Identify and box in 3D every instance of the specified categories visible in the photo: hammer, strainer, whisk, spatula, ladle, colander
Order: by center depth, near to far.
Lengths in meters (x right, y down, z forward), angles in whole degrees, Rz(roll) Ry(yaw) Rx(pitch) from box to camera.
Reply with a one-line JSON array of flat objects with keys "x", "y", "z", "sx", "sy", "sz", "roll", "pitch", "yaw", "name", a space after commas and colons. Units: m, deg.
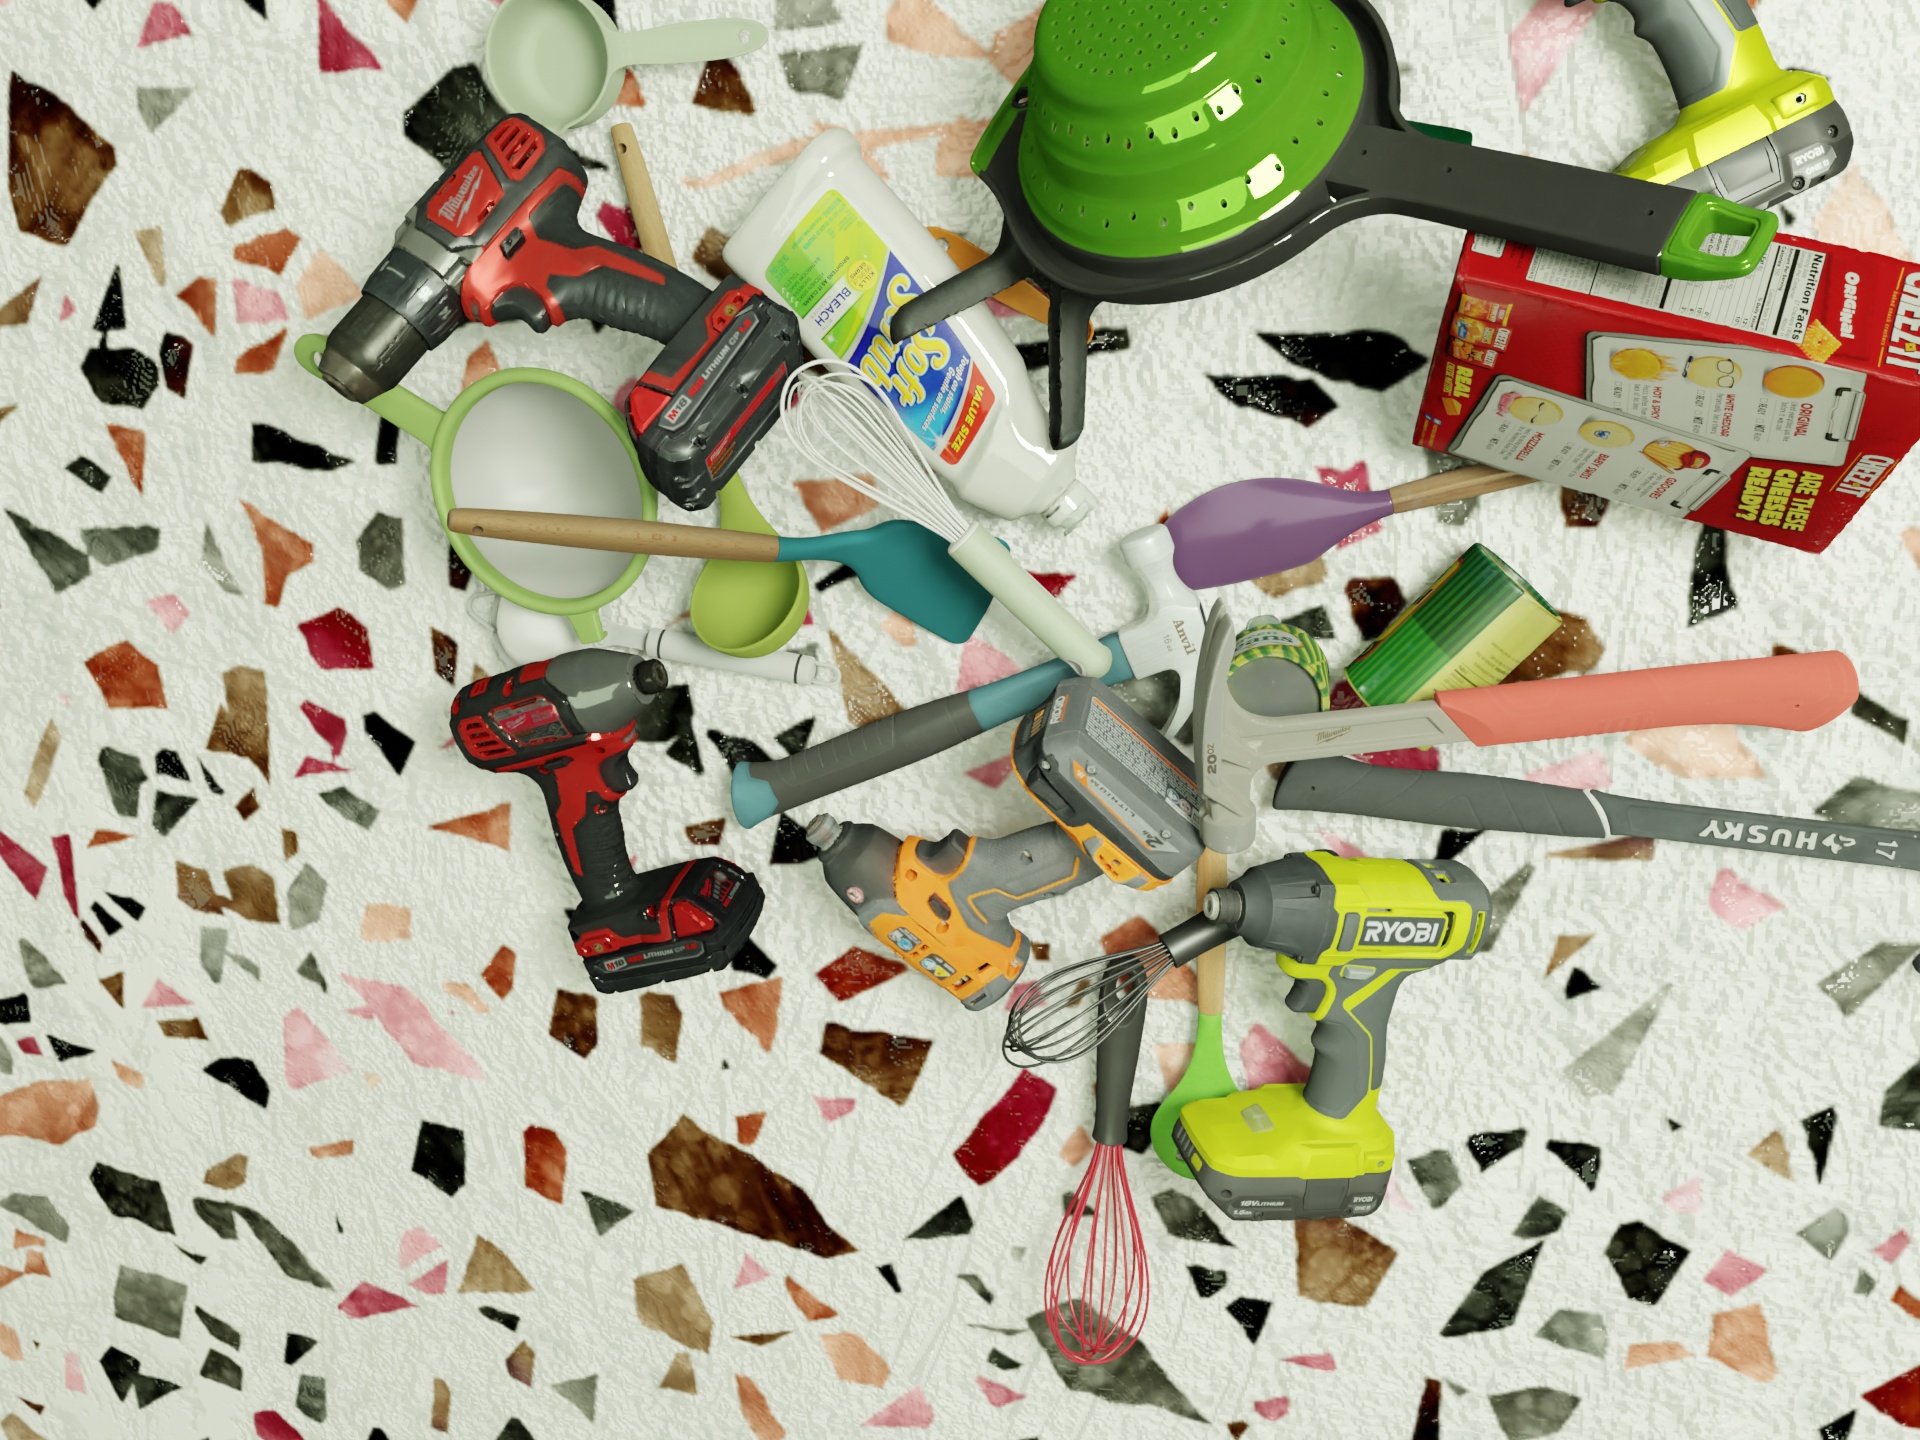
[{"x": 0.162, "y": -0.279, "z": 0.719, "sx": 0.397, "sy": 0.094, "sz": 0.204, "roll": 26, "pitch": 79, "yaw": 32, "name": "colander"}, {"x": 0.304, "y": -0.012, "z": 0.855, "sx": 0.359, "sy": 0.037, "sz": 0.149, "roll": -6, "pitch": 123, "yaw": -3, "name": "hammer"}, {"x": 0.267, "y": -0.132, "z": 0.892, "sx": 0.316, "sy": 0.018, "sz": 0.059, "roll": -12, "pitch": 110, "yaw": 17, "name": "spatula"}, {"x": -0.004, "y": -0.109, "z": 0.899, "sx": 0.246, "sy": 0.058, "sz": 0.059, "roll": 42, "pitch": 78, "yaw": -12, "name": "whisk"}, {"x": -0.126, "y": -0.094, "z": 0.904, "sx": 0.317, "sy": 0.044, "sz": 0.082, "roll": 2, "pitch": 134, "yaw": -28, "name": "spatula"}, {"x": 0.389, "y": 0.060, "z": 0.921, "sx": 0.409, "sy": 0.036, "sz": 0.149, "roll": 6, "pitch": 110, "yaw": 11, "name": "hammer"}, {"x": -0.160, "y": -0.193, "z": 0.948, "sx": 0.078, "sy": 0.062, "sz": 0.320, "roll": -11, "pitch": 103, "yaw": 19, "name": "ladle"}, {"x": 0.129, "y": 0.142, "z": 0.966, "sx": 0.239, "sy": 0.055, "sz": 0.055, "roll": -29, "pitch": 101, "yaw": -4, "name": "whisk"}, {"x": -0.286, "y": -0.172, "z": 0.977, "sx": 0.256, "sy": 0.069, "sz": 0.151, "roll": 31, "pitch": 118, "yaw": 6, "name": "strainer"}, {"x": -0.002, "y": -0.003, "z": 0.985, "sx": 0.331, "sy": 0.033, "sz": 0.128, "roll": -21, "pitch": 105, "yaw": 19, "name": "hammer"}, {"x": -0.202, "y": -0.052, "z": 1.014, "sx": 0.258, "sy": 0.050, "sz": 0.087, "roll": 10, "pitch": 96, "yaw": 5, "name": "strainer"}, {"x": 0.098, "y": 0.294, "z": 1.056, "sx": 0.073, "sy": 0.073, "sz": 0.295, "roll": 6, "pitch": 103, "yaw": 11, "name": "whisk"}]

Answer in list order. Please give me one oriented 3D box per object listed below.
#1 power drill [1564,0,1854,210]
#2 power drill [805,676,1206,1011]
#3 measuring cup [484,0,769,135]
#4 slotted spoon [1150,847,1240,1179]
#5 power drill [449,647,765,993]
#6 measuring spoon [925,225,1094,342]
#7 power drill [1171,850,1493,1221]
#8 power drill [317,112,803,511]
[{"x": 0.312, "y": -0.340, "z": 0.774, "sx": 0.190, "sy": 0.080, "sz": 0.228, "roll": -25, "pitch": 100, "yaw": 11, "name": "power drill"}, {"x": 0.021, "y": 0.072, "z": 0.955, "sx": 0.164, "sy": 0.084, "sz": 0.226, "roll": 40, "pitch": 126, "yaw": -16, "name": "power drill"}, {"x": -0.184, "y": -0.379, "z": 0.900, "sx": 0.167, "sy": 0.038, "sz": 0.083, "roll": -1, "pitch": 108, "yaw": 11, "name": "measuring cup"}, {"x": 0.157, "y": 0.161, "z": 1.011, "sx": 0.070, "sy": 0.031, "sz": 0.313, "roll": 0, "pitch": 107, "yaw": 4, "name": "slotted spoon"}, {"x": -0.217, "y": 0.058, "z": 1.015, "sx": 0.143, "sy": 0.079, "sz": 0.219, "roll": -15, "pitch": 112, "yaw": 20, "name": "power drill"}, {"x": 0.027, "y": -0.250, "z": 0.912, "sx": 0.117, "sy": 0.011, "sz": 0.021, "roll": 33, "pitch": 121, "yaw": 4, "name": "measuring spoon"}, {"x": 0.209, "y": 0.186, "z": 0.957, "sx": 0.171, "sy": 0.080, "sz": 0.223, "roll": 3, "pitch": 111, "yaw": -17, "name": "power drill"}, {"x": -0.220, "y": -0.209, "z": 0.876, "sx": 0.227, "sy": 0.080, "sz": 0.188, "roll": 35, "pitch": 78, "yaw": 6, "name": "power drill"}]
